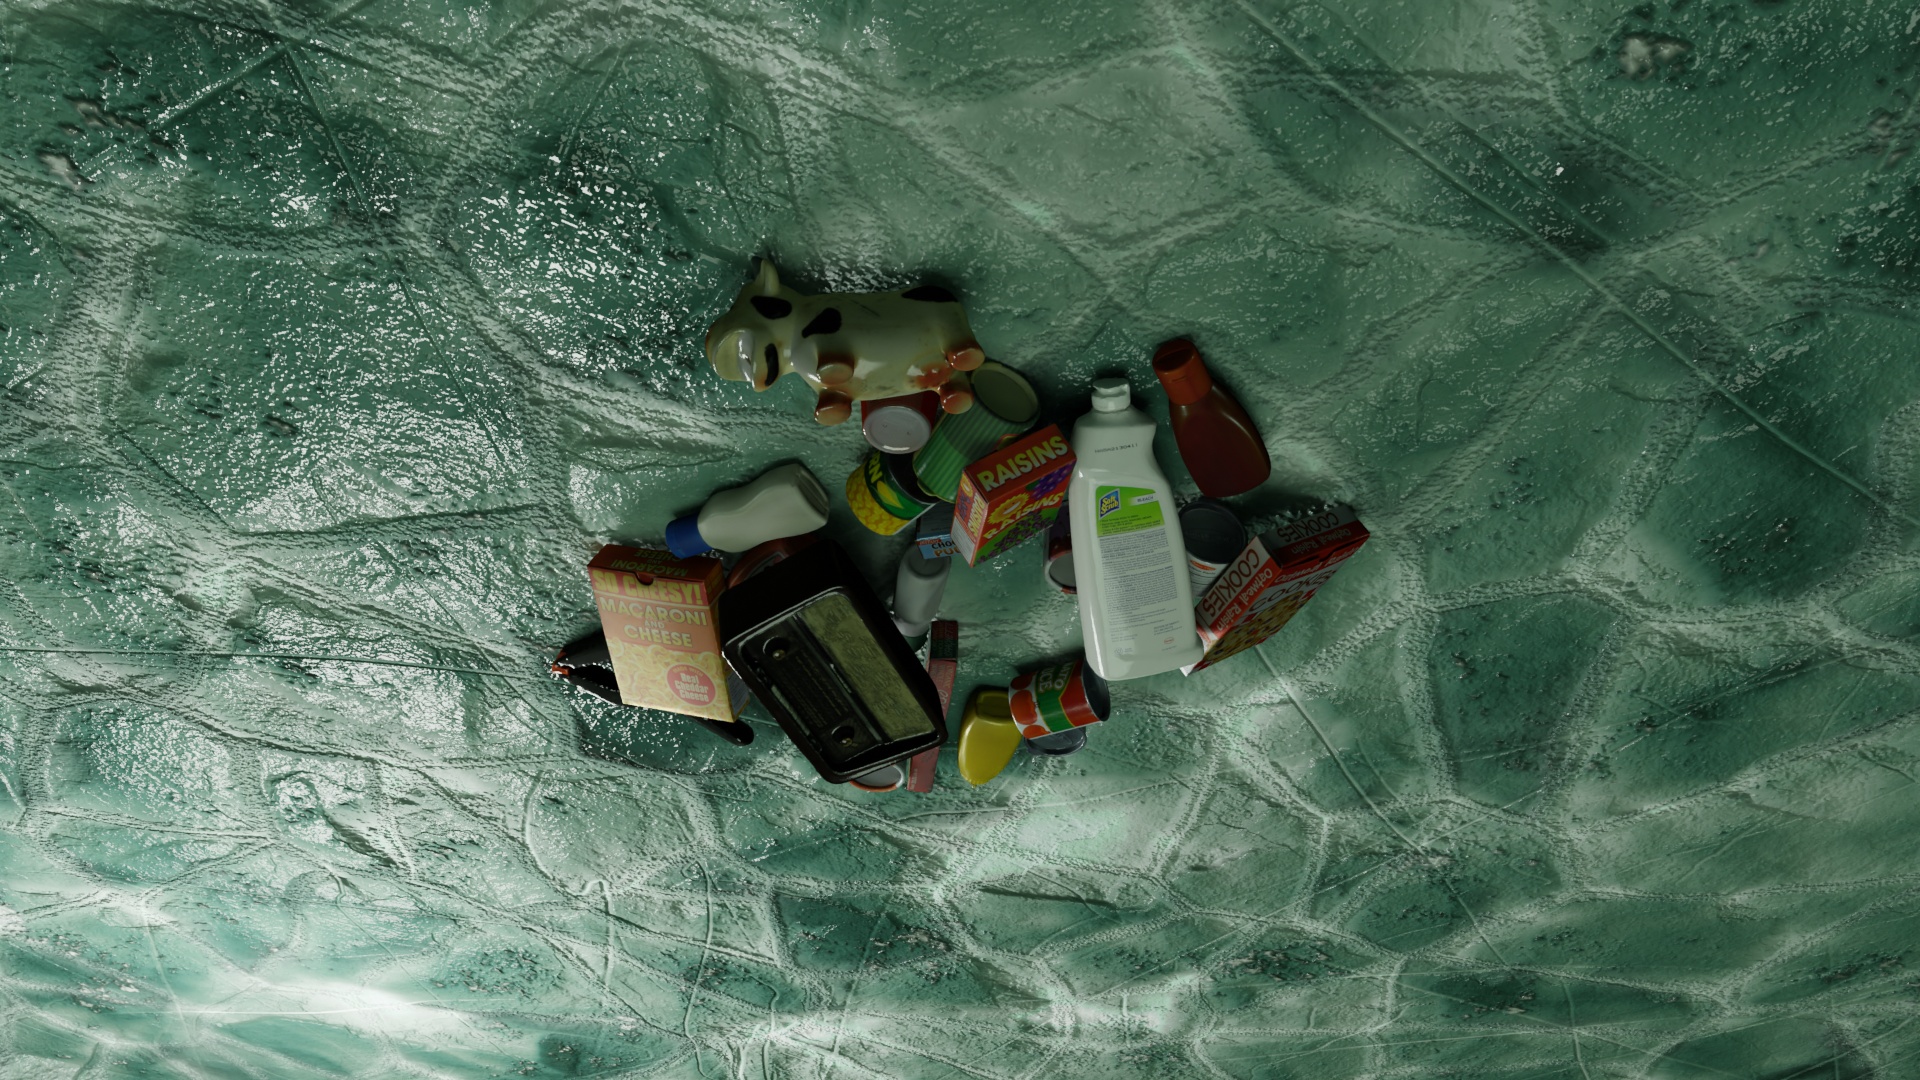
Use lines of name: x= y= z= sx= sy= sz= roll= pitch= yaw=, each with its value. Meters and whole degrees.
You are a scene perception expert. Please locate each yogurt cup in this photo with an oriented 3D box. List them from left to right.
yogurt cup: x=-0.049 y=-0.106 z=1.108 sx=0.072 sy=0.054 sz=0.072 roll=1 pitch=138 yaw=1

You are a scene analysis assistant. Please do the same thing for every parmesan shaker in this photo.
parmesan shaker: x=0.012 y=-0.084 z=1.116 sx=0.071 sy=0.072 sz=0.102 roll=20 pitch=136 yaw=-18

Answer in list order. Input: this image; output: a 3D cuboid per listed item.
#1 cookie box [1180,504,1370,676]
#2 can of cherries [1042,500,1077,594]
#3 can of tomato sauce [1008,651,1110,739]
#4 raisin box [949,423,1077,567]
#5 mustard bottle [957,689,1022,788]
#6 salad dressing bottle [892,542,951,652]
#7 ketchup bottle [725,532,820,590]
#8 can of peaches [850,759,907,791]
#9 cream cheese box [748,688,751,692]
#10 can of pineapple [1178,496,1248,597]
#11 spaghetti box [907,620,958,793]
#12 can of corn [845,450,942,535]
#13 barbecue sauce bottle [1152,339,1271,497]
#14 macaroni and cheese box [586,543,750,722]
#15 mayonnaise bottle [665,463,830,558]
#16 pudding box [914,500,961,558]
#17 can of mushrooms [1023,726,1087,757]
cookie box: x=0.269 y=0.045 z=1.224 sx=0.123 sy=0.040 sz=0.166 roll=-17 pitch=152 yaw=-37
can of cherries: x=0.108 y=0.006 z=1.224 sx=0.071 sy=0.059 sz=0.071 roll=2 pitch=139 yaw=2
can of tomato sauce: x=0.099 y=0.157 z=1.394 sx=0.083 sy=0.071 sz=0.071 roll=-18 pitch=135 yaw=24
raisin box: x=0.041 y=-0.035 z=1.121 sx=0.086 sy=0.040 sz=0.123 roll=-26 pitch=161 yaw=-17
mustard bottle: x=0.025 y=0.219 z=1.482 sx=0.065 sy=0.049 sz=0.159 roll=10 pitch=139 yaw=-6
salad dressing bottle: x=-0.041 y=0.057 z=1.294 sx=0.044 sy=0.064 sz=0.146 roll=24 pitch=146 yaw=5
ketchup bottle: x=-0.188 y=0.040 z=1.294 sx=0.148 sy=0.044 sz=0.064 roll=-32 pitch=122 yaw=34
can of peaches: x=-0.092 y=0.230 z=1.494 sx=0.071 sy=0.058 sz=0.071 roll=1 pitch=139 yaw=1
cream cheese box: x=-0.169 y=0.140 z=1.422 sx=0.104 sy=0.024 sz=0.053 roll=13 pitch=138 yaw=-11
can of pineapple: x=0.210 y=0.007 z=1.211 sx=0.071 sy=0.071 sz=0.057 roll=10 pitch=145 yaw=-7
spaghetti box: x=-0.030 y=0.175 z=1.434 sx=0.029 sy=0.050 sz=0.248 roll=5 pitch=139 yaw=-4
can of corn: x=-0.056 y=-0.047 z=1.168 sx=0.071 sy=0.071 sz=0.058 roll=31 pitch=132 yaw=-28
barbecue sauce bottle: x=0.197 y=-0.097 z=1.112 sx=0.065 sy=0.044 sz=0.148 roll=-17 pitch=134 yaw=22
macaroni and cheese box: x=-0.272 y=0.088 z=1.305 sx=0.124 sy=0.040 sz=0.165 roll=7 pitch=125 yaw=18
mayonnaise bottle: x=-0.192 y=-0.021 z=1.227 sx=0.148 sy=0.041 sz=0.064 roll=-17 pitch=134 yaw=23
pudding box: x=0.004 y=-0.015 z=1.213 sx=0.084 sy=0.050 sz=0.030 roll=-8 pitch=139 yaw=13
can of mushrooms: x=0.098 y=0.198 z=1.465 sx=0.071 sy=0.034 sz=0.070 roll=1 pitch=139 yaw=1
